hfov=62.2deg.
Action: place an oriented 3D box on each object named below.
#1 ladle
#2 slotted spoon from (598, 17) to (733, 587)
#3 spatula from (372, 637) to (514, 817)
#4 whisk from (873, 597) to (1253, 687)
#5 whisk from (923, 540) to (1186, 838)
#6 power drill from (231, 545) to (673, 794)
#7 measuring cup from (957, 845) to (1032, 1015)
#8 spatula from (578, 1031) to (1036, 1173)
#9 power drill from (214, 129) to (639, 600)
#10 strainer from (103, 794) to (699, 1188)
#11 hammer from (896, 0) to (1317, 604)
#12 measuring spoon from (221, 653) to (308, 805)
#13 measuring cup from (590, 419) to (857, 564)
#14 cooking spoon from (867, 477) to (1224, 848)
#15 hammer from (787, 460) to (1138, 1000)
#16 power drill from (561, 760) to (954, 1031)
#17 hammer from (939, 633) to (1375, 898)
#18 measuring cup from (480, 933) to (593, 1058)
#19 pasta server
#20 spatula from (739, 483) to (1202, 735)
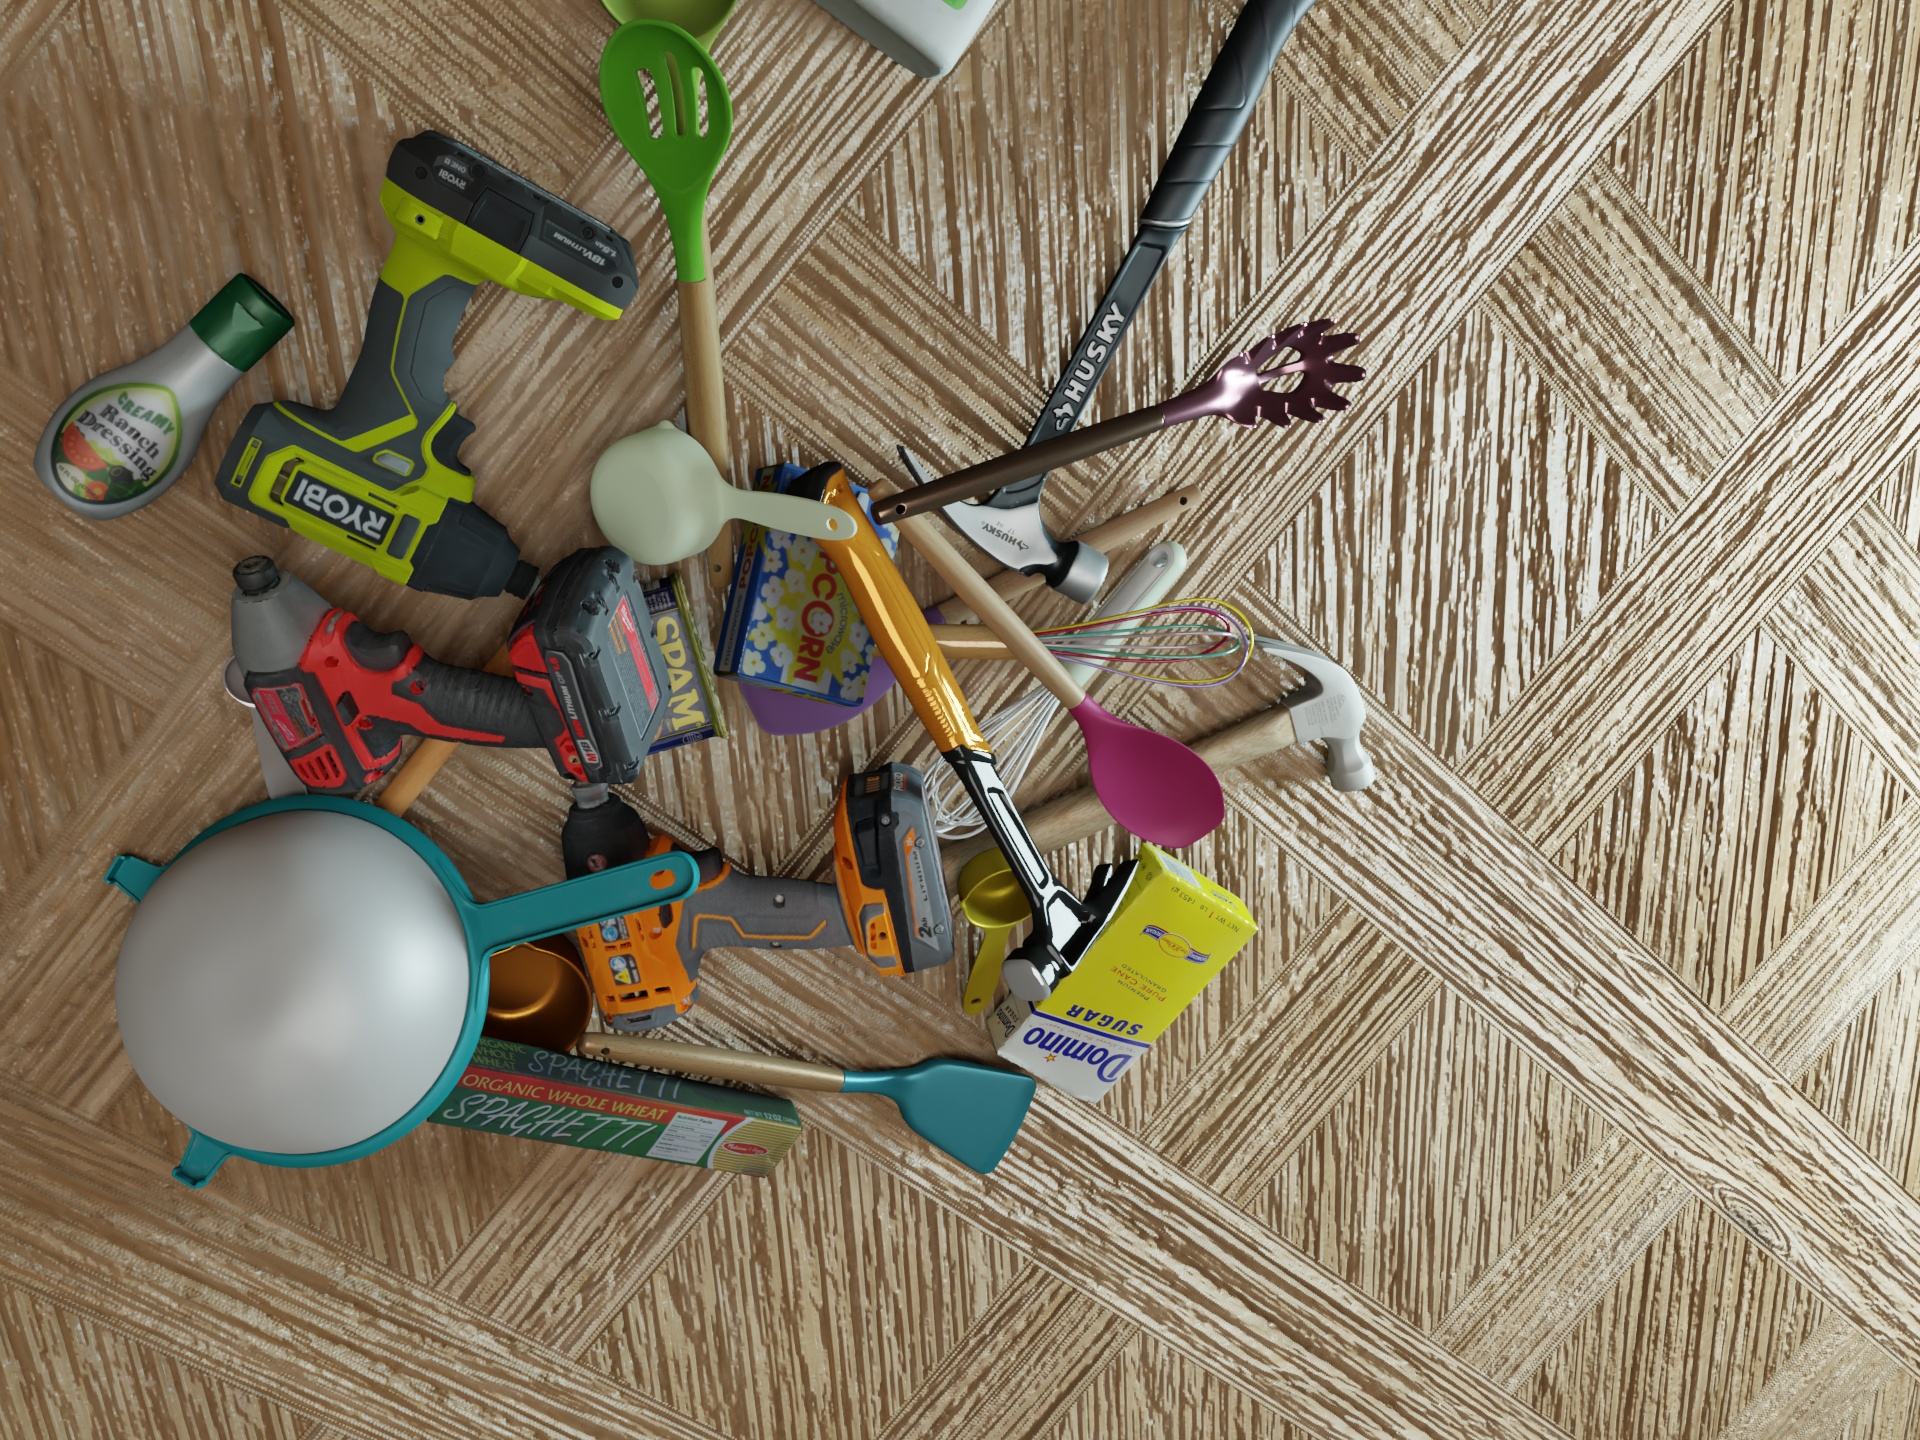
[{"bbox_3d":[-0.148,-0.275,0.870,0.078,0.062,0.320,-4,112,-4],"label":"ladle"},{"bbox_3d":[-0.146,-0.216,0.870,0.070,0.031,0.313,6,121,12],"label":"slotted spoon"},{"bbox_3d":[-0.349,0.066,0.931,0.081,0.041,0.322,39,92,2],"label":"spatula"},{"bbox_3d":[0.058,-0.052,0.977,0.245,0.051,0.047,1,129,-2],"label":"whisk"},{"bbox_3d":[0.059,-0.021,1.019,0.246,0.058,0.059,-49,148,-1],"label":"whisk"},{"bbox_3d":[-0.279,-0.029,0.852,0.219,0.079,0.143,-2,129,11],"label":"power drill"},{"bbox_3d":[0.018,0.140,1.053,0.062,0.029,0.156,-5,136,-17],"label":"measuring cup"},{"bbox_3d":[-0.098,0.238,1.042,0.317,0.044,0.082,17,107,-32],"label":"spatula"},{"bbox_3d":[-0.271,-0.181,0.856,0.171,0.080,0.223,26,103,-21],"label":"power drill"},{"bbox_3d":[-0.314,0.128,0.866,0.340,0.095,0.211,-16,85,2],"label":"strainer"},{"bbox_3d":[0.107,-0.281,0.944,0.149,0.036,0.409,26,96,-16],"label":"hammer"},{"bbox_3d":[-0.395,0.013,0.918,0.034,0.018,0.124,-9,117,-11],"label":"measuring spoon"},{"bbox_3d":[-0.135,-0.115,0.876,0.038,0.168,0.083,-34,131,-52],"label":"measuring cup"},{"bbox_3d":[0.054,-0.030,0.957,0.068,0.017,0.318,-36,116,18],"label":"cooking spoon"},{"bbox_3d":[-0.001,-0.003,0.940,0.127,0.034,0.336,-46,114,-43],"label":"hammer"},{"bbox_3d":[-0.128,0.093,0.968,0.226,0.084,0.164,-11,111,3],"label":"power drill"},{"bbox_3d":[0.117,0.044,1.062,0.331,0.031,0.130,-23,113,-8],"label":"hammer"},{"bbox_3d":[-0.313,0.165,0.964,0.173,0.052,0.095,1,111,-18],"label":"measuring cup"},{"bbox_3d":[0.095,-0.167,0.920,0.316,0.040,0.060,-22,110,-18],"label":"pasta server"},{"bbox_3d":[0.012,-0.074,1.000,0.316,0.018,0.059,-27,104,-5],"label":"spatula"}]
